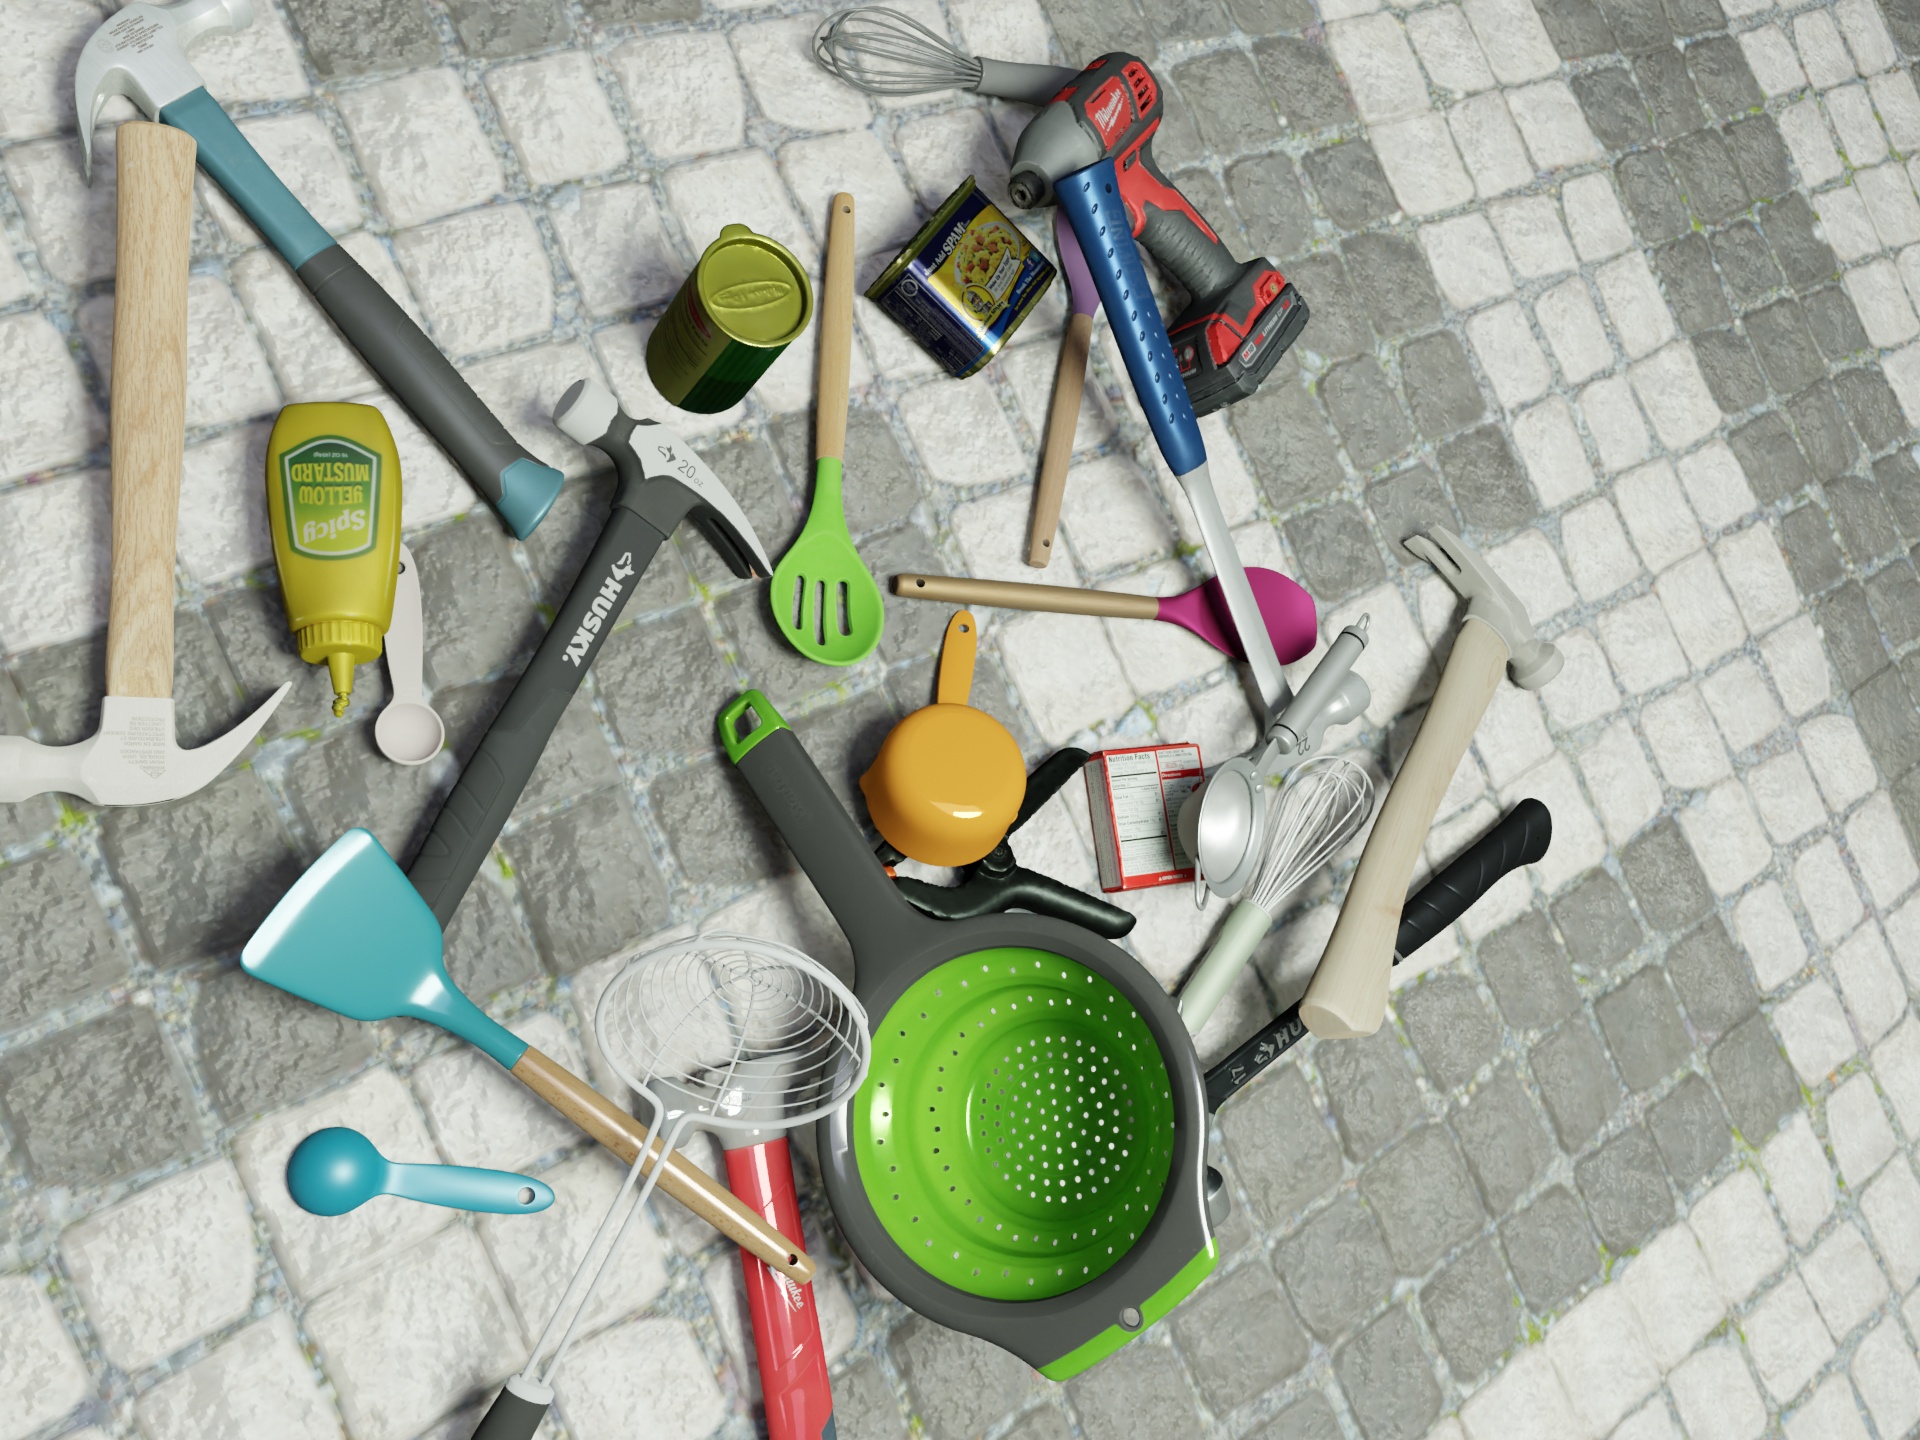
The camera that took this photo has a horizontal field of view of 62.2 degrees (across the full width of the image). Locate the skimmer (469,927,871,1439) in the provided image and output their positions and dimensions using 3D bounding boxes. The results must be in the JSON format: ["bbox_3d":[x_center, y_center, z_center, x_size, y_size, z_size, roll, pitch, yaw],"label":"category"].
[{"bbox_3d":[-0.165,0.261,0.723,0.127,0.090,0.363,29,85,-17],"label":"skimmer"}]

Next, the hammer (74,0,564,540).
[{"bbox_3d":[-0.330,-0.234,0.843,0.331,0.033,0.128,50,62,-9],"label":"hammer"}]

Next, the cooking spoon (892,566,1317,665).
[{"bbox_3d":[0.103,-0.075,1.031,0.318,0.017,0.069,3,81,-26],"label":"cooking spoon"}]

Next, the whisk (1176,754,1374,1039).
[{"bbox_3d":[0.192,0.116,1.021,0.059,0.057,0.246,30,65,20],"label":"whisk"}]

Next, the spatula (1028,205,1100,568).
[{"bbox_3d":[0.075,-0.245,1.056,0.059,0.018,0.316,17,70,-20],"label":"spatula"}]

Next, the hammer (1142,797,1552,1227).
[{"bbox_3d":[0.263,0.153,1.034,0.409,0.036,0.149,-30,113,-32],"label":"hammer"}]

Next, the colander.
[{"bbox_3d":[-0.008,0.145,0.852,0.204,0.094,0.397,-39,67,8],"label":"colander"}]

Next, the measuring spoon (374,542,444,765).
[{"bbox_3d":[-0.292,-0.034,0.830,0.034,0.018,0.124,0,71,-31],"label":"measuring spoon"}]

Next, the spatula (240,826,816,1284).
[{"bbox_3d":[-0.194,0.180,0.773,0.317,0.044,0.082,39,65,-9],"label":"spatula"}]

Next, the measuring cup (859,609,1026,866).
[{"bbox_3d":[-0.001,-0.003,0.926,0.095,0.052,0.174,13,60,-9],"label":"measuring cup"}]

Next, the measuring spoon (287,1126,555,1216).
[{"bbox_3d":[-0.261,0.226,0.778,0.128,0.021,0.042,15,73,-22],"label":"measuring spoon"}]

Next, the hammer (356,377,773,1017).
[{"bbox_3d":[-0.219,-0.003,0.832,0.146,0.035,0.335,37,68,-34],"label":"hammer"}]

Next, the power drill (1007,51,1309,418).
[{"bbox_3d":[0.122,-0.310,1.035,0.219,0.078,0.143,51,56,-19],"label":"power drill"}]

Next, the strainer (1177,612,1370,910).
[{"bbox_3d":[0.197,0.018,1.002,0.258,0.050,0.086,-49,132,-27],"label":"strainer"}]

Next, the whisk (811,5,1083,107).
[{"bbox_3d":[0.012,-0.430,1.051,0.239,0.055,0.055,-4,80,-32],"label":"whisk"}]

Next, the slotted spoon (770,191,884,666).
[{"bbox_3d":[-0.076,-0.179,0.961,0.070,0.031,0.314,8,73,-23],"label":"slotted spoon"}]

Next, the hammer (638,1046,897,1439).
[{"bbox_3d":[-0.068,0.369,0.833,0.143,0.038,0.386,-6,81,-29],"label":"hammer"}]

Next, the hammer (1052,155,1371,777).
[{"bbox_3d":[0.145,-0.147,1.000,0.144,0.035,0.405,-34,111,-27],"label":"hammer"}]

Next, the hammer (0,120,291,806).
[{"bbox_3d":[-0.391,-0.124,0.769,0.130,0.031,0.331,2,85,-29],"label":"hammer"}]

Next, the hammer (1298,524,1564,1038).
[{"bbox_3d":[0.296,0.036,1.042,0.146,0.038,0.411,45,51,-12],"label":"hammer"}]
